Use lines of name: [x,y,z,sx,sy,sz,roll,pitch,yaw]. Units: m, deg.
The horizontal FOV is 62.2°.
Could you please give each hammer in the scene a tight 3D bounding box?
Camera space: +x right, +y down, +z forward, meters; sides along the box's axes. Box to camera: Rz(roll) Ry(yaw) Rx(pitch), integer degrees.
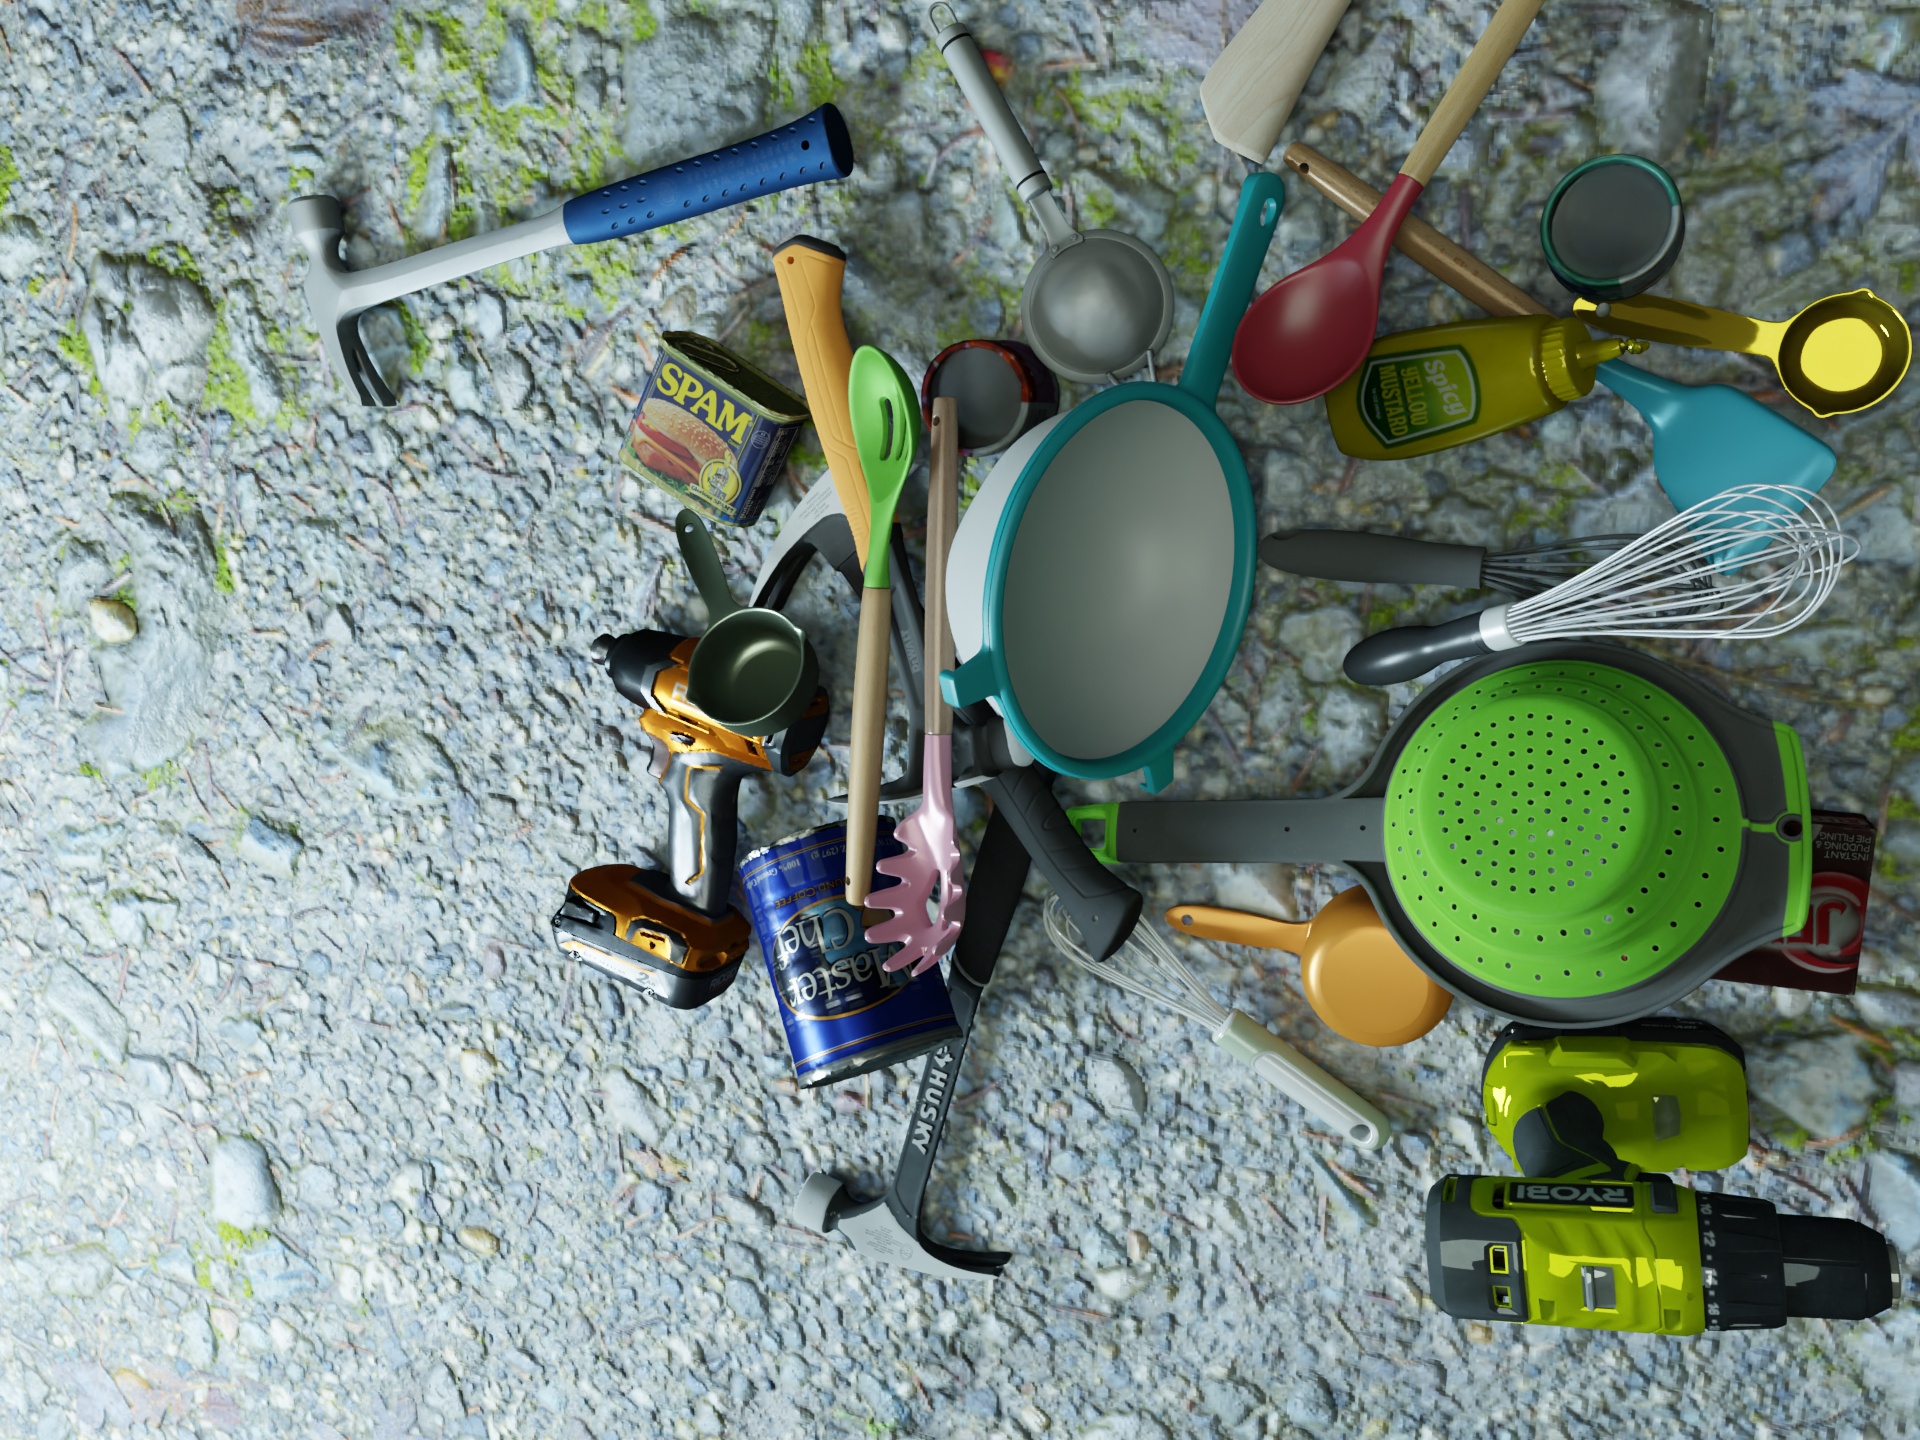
hammer: [-0.058,-0.119,0.930,0.127,0.034,0.337,-17,85,26]
hammer: [0.006,0.177,1.012,0.149,0.036,0.408,20,108,15]
hammer: [0.245,-0.469,0.777,0.146,0.038,0.410,32,111,11]
hammer: [-0.002,-0.003,0.947,0.146,0.035,0.335,-40,75,25]
hammer: [-0.254,-0.306,1.009,0.405,0.035,0.144,-8,98,23]

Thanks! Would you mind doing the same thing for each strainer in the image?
strainer: [0.044,-0.292,0.894,0.087,0.050,0.258,-29,87,9]
strainer: [0.084,-0.140,0.868,0.095,0.210,0.340,17,85,44]

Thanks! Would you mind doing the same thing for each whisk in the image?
whisk: [0.292,-0.053,0.777,0.284,0.070,0.070,-17,96,56]
whisk: [0.275,-0.079,0.844,0.239,0.055,0.055,9,105,24]
whisk: [0.151,0.177,0.949,0.246,0.059,0.057,36,119,6]

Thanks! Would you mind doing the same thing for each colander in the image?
colander: [0.222,0.052,0.836,0.397,0.094,0.204,-3,76,28]

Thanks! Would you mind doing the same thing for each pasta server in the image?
pasta server: [-0.017,-0.020,0.876,0.060,0.040,0.316,4,93,42]

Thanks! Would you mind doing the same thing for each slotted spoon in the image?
slotted spoon: [-0.049,-0.049,0.893,0.070,0.031,0.313,18,107,58]

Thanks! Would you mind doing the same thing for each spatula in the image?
spatula: [0.290,-0.202,0.812,0.317,0.044,0.082,39,137,11]

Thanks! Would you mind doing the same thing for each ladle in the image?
ladle: [0.240,-0.296,0.799,0.069,0.031,0.315,38,103,25]

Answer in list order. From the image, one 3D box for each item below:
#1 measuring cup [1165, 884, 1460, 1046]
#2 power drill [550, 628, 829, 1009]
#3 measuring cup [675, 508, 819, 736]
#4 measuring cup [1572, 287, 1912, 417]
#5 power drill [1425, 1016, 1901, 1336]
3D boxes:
measuring cup: [0.198,0.135,0.916,0.174,0.052,0.095,9,105,18]
power drill: [-0.191,0.055,1.041,0.164,0.084,0.226,22,104,16]
measuring cup: [-0.139,-0.062,0.978,0.083,0.038,0.168,-30,60,6]
measuring cup: [0.386,-0.192,0.792,0.157,0.029,0.062,21,107,29]
power drill: [0.338,0.224,0.783,0.190,0.228,0.080,-4,100,22]
